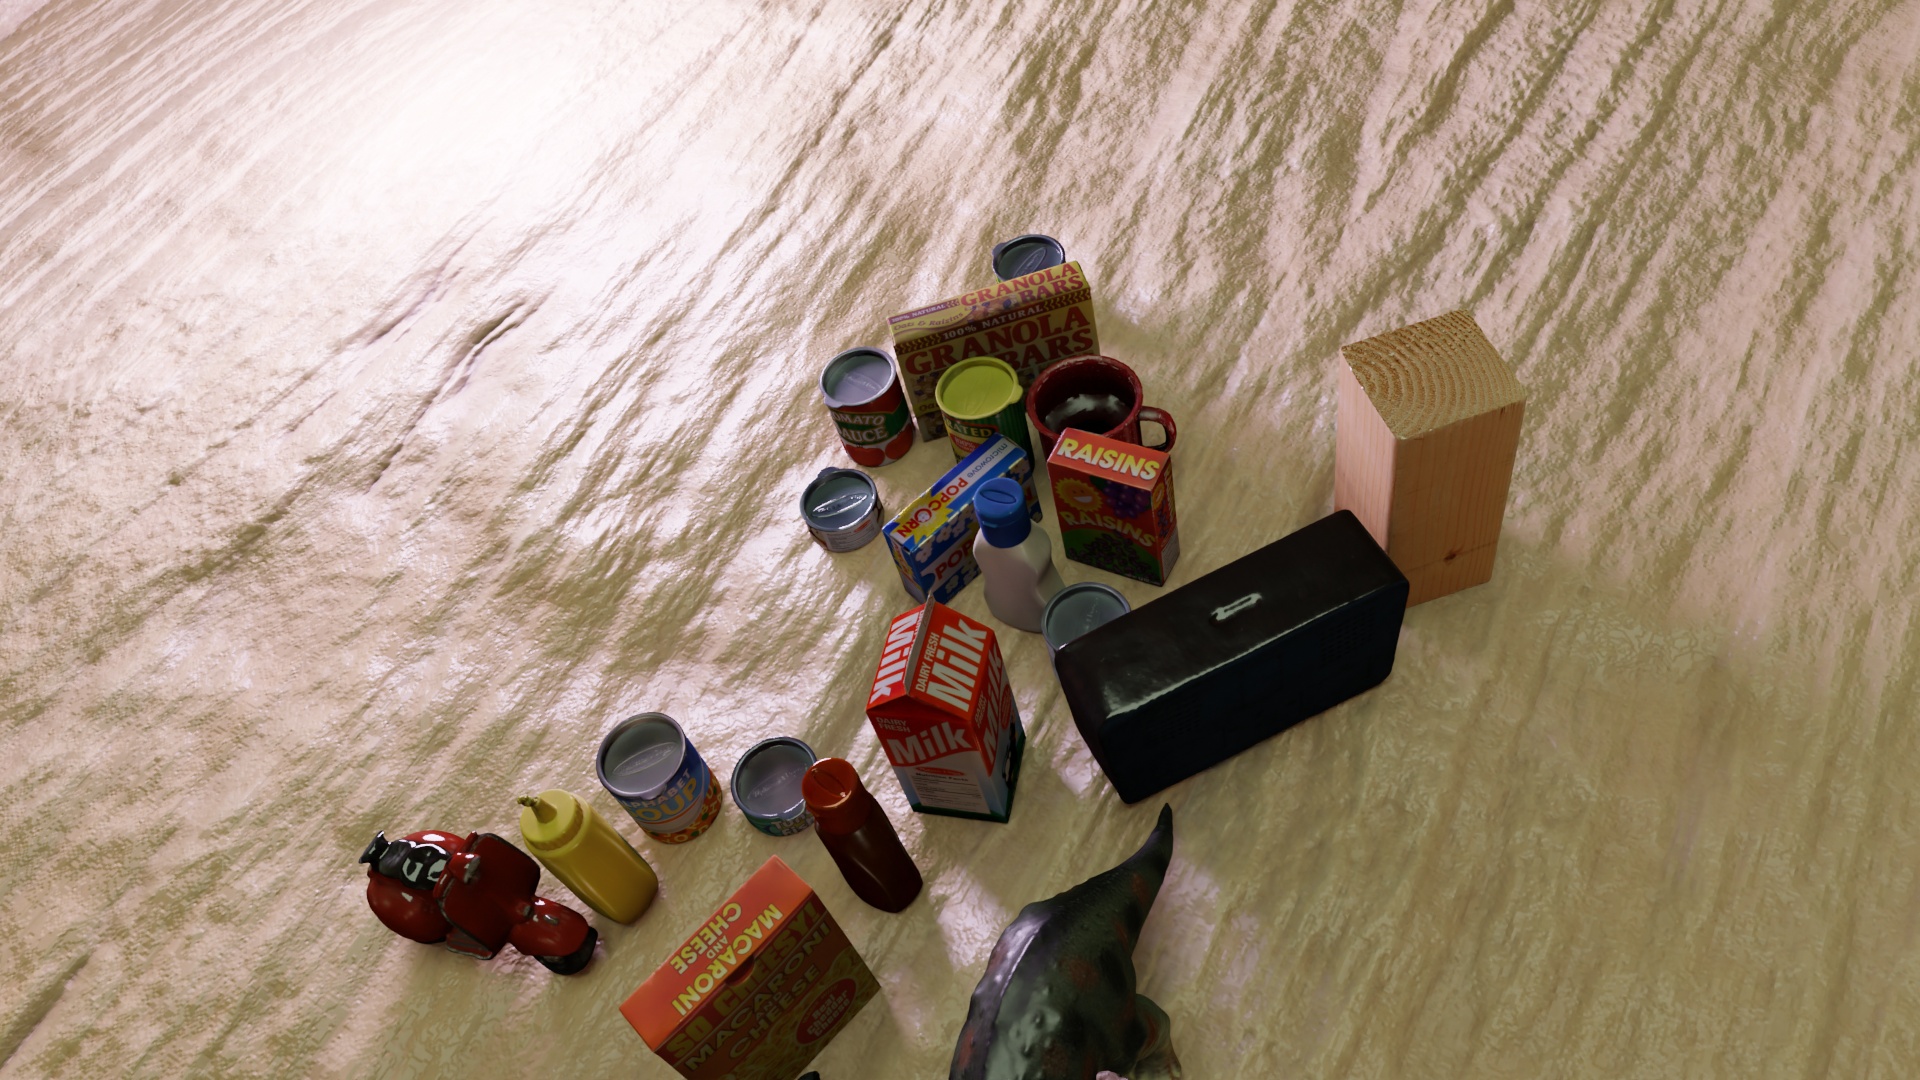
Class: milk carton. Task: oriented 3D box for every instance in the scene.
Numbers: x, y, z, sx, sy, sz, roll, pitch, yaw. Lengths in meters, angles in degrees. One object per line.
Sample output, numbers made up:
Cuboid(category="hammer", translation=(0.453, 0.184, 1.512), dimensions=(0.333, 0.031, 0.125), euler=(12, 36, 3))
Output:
Cuboid(category="milk carton", translation=(-0.010, 0.114, 0.933), dimensions=(0.073, 0.189, 0.073), euler=(4, 55, 16))

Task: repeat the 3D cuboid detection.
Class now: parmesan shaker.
Cuboid(category="parmesan shaker", translation=(0.025, -0.090, 1.133), dimensions=(0.071, 0.102, 0.071), euler=(-6, 53, 9))

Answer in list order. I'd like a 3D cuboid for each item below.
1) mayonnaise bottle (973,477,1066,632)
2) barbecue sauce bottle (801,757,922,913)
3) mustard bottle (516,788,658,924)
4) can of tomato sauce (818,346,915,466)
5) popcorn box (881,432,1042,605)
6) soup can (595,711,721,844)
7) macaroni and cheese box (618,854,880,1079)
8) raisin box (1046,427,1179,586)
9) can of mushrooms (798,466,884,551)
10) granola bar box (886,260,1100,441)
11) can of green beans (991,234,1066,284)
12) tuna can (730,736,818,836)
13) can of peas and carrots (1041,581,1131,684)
Cuboid(category="mayonnaise bottle", translation=(0.041, 0.012, 1.025), dimensions=(0.065, 0.147, 0.041), euler=(15, 59, 23))
Cuboid(category="barbecue sauce bottle", translation=(-0.068, 0.193, 0.914), dimensions=(0.065, 0.147, 0.044), euler=(32, 66, 31))
Cuboid(category="mustard bottle", translation=(-0.258, 0.207, 0.940), dimensions=(0.065, 0.159, 0.049), euler=(24, 63, 27))
Cuboid(category="can of tomato sauce", translation=(-0.079, -0.112, 1.186), dimensions=(0.071, 0.082, 0.071), euler=(-6, 53, 9))
Cuboid(category="popcorn box", translation=(0.004, -0.014, 1.092), dimensions=(0.127, 0.084, 0.038), euler=(-41, 56, -17))
Cuboid(category="soup can", translation=(-0.215, 0.175, 1.002), dimensions=(0.071, 0.083, 0.072), euler=(-6, 53, 9))
Cuboid(category="macaroni and cheese box", translation=(-0.122, 0.280, 0.850), dimensions=(0.040, 0.165, 0.124), euler=(35, 68, 32))
Cuboid(category="raisin box", translation=(0.118, -0.025, 1.050), dimensions=(0.086, 0.122, 0.040), euler=(18, 60, 24))
Cuboid(category="can of mushrooms", translation=(-0.099, -0.027, 1.158), dimensions=(0.071, 0.033, 0.071), euler=(-6, 53, 8))
Cuboid(category="granola bar box", translation=(0.032, -0.158, 1.169), dimensions=(0.166, 0.123, 0.039), euler=(-17, 52, 1))
Cuboid(category="can of green beans", translation=(0.066, -0.234, 1.260), dimensions=(0.071, 0.057, 0.071), euler=(-6, 53, 8))
Cuboid(category="tuna can", translation=(-0.130, 0.181, 1.010), dimensions=(0.071, 0.032, 0.071), euler=(-6, 53, 8))
Cuboid(category="can of peas and carrots", translation=(0.098, 0.074, 1.022), dimensions=(0.071, 0.058, 0.071), euler=(-6, 53, 8))
